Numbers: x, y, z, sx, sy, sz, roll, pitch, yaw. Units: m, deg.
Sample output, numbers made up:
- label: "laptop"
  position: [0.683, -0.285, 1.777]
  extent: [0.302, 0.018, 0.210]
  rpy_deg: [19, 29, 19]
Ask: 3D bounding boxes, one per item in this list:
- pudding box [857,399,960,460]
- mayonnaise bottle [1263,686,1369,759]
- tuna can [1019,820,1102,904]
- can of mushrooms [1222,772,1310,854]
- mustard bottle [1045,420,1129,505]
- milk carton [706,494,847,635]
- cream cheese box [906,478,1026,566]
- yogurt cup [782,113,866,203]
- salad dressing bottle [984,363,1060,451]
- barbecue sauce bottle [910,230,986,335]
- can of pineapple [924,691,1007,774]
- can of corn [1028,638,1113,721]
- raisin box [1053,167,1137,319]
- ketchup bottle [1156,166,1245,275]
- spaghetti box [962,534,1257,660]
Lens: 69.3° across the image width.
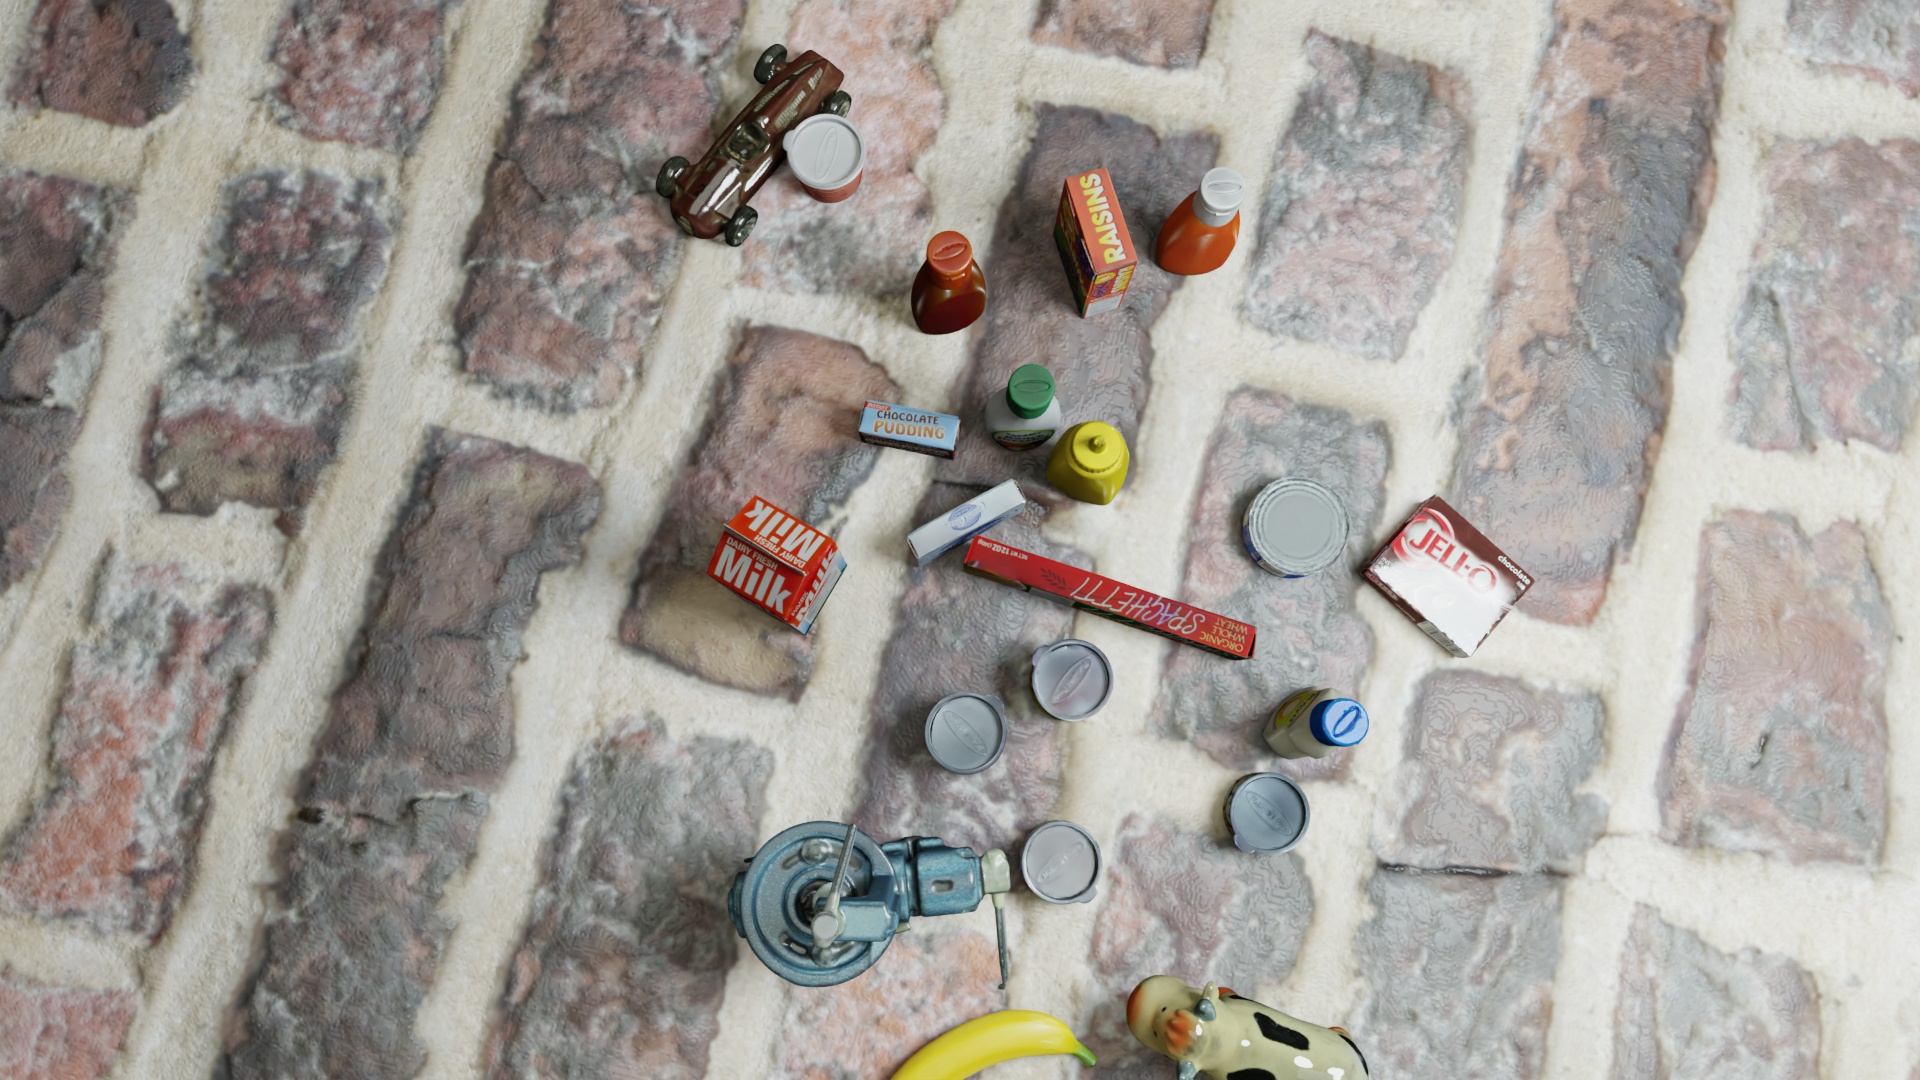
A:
- label: "pudding box"
  position: [-0.043, -0.094, 1.181]
  extent: [0.084, 0.049, 0.030]
  rpy_deg: [11, 82, 1]
- label: "mayonnaise bottle"
  position: [0.284, 0.144, 1.101]
  extent: [0.041, 0.148, 0.065]
  rpy_deg: [42, 83, 5]
- label: "tuna can"
  position: [0.083, 0.264, 1.137]
  extent: [0.071, 0.033, 0.071]
  rpy_deg: [0, 81, -1]
- label: "can of mushrooms"
  position: [0.250, 0.226, 1.146]
  extent: [0.071, 0.033, 0.071]
  rpy_deg: [0, 81, -1]
- label: "mustard bottle"
  position: [0.107, -0.066, 1.124]
  extent: [0.065, 0.160, 0.049]
  rpy_deg: [24, 82, 2]
- label: "milk carton"
  position: [-0.143, 0.020, 1.090]
  extent: [0.072, 0.190, 0.073]
  rpy_deg: [30, 82, 3]
- label: "cream cheese box"
  position: [0.004, -0.015, 1.168]
  extent: [0.104, 0.053, 0.024]
  rpy_deg: [-28, 83, -5]
- label: "yogurt cup"
  position: [-0.115, -0.330, 1.214]
  extent: [0.072, 0.054, 0.072]
  rpy_deg: [0, 81, -1]
- label: "salad dressing bottle"
  position: [0.053, -0.108, 1.136]
  extent: [0.064, 0.147, 0.044]
  rpy_deg: [-1, 82, -1]
- label: "barbecue sauce bottle"
  position: [-0.010, -0.213, 1.150]
  extent: [0.065, 0.148, 0.043]
  rpy_deg: [-20, 83, -4]
- label: "can of pineapple"
  position: [0.006, 0.157, 1.139]
  extent: [0.071, 0.058, 0.071]
  rpy_deg: [0, 82, -1]
- label: "can of corn"
  position: [0.088, 0.114, 1.147]
  extent: [0.071, 0.058, 0.071]
  rpy_deg: [0, 82, -1]
- label: "raisin box"
  position: [0.111, -0.248, 1.171]
  extent: [0.040, 0.123, 0.086]
  rpy_deg: [-16, 82, -3]
- label: "ketchup bottle"
  position: [0.206, -0.266, 1.163]
  extent: [0.065, 0.148, 0.043]
  rpy_deg: [-2, 82, -1]
- label: "spaghetti box"
  position: [0.124, 0.049, 1.162]
  extent: [0.250, 0.050, 0.029]
  rpy_deg: [18, 82, 2]
